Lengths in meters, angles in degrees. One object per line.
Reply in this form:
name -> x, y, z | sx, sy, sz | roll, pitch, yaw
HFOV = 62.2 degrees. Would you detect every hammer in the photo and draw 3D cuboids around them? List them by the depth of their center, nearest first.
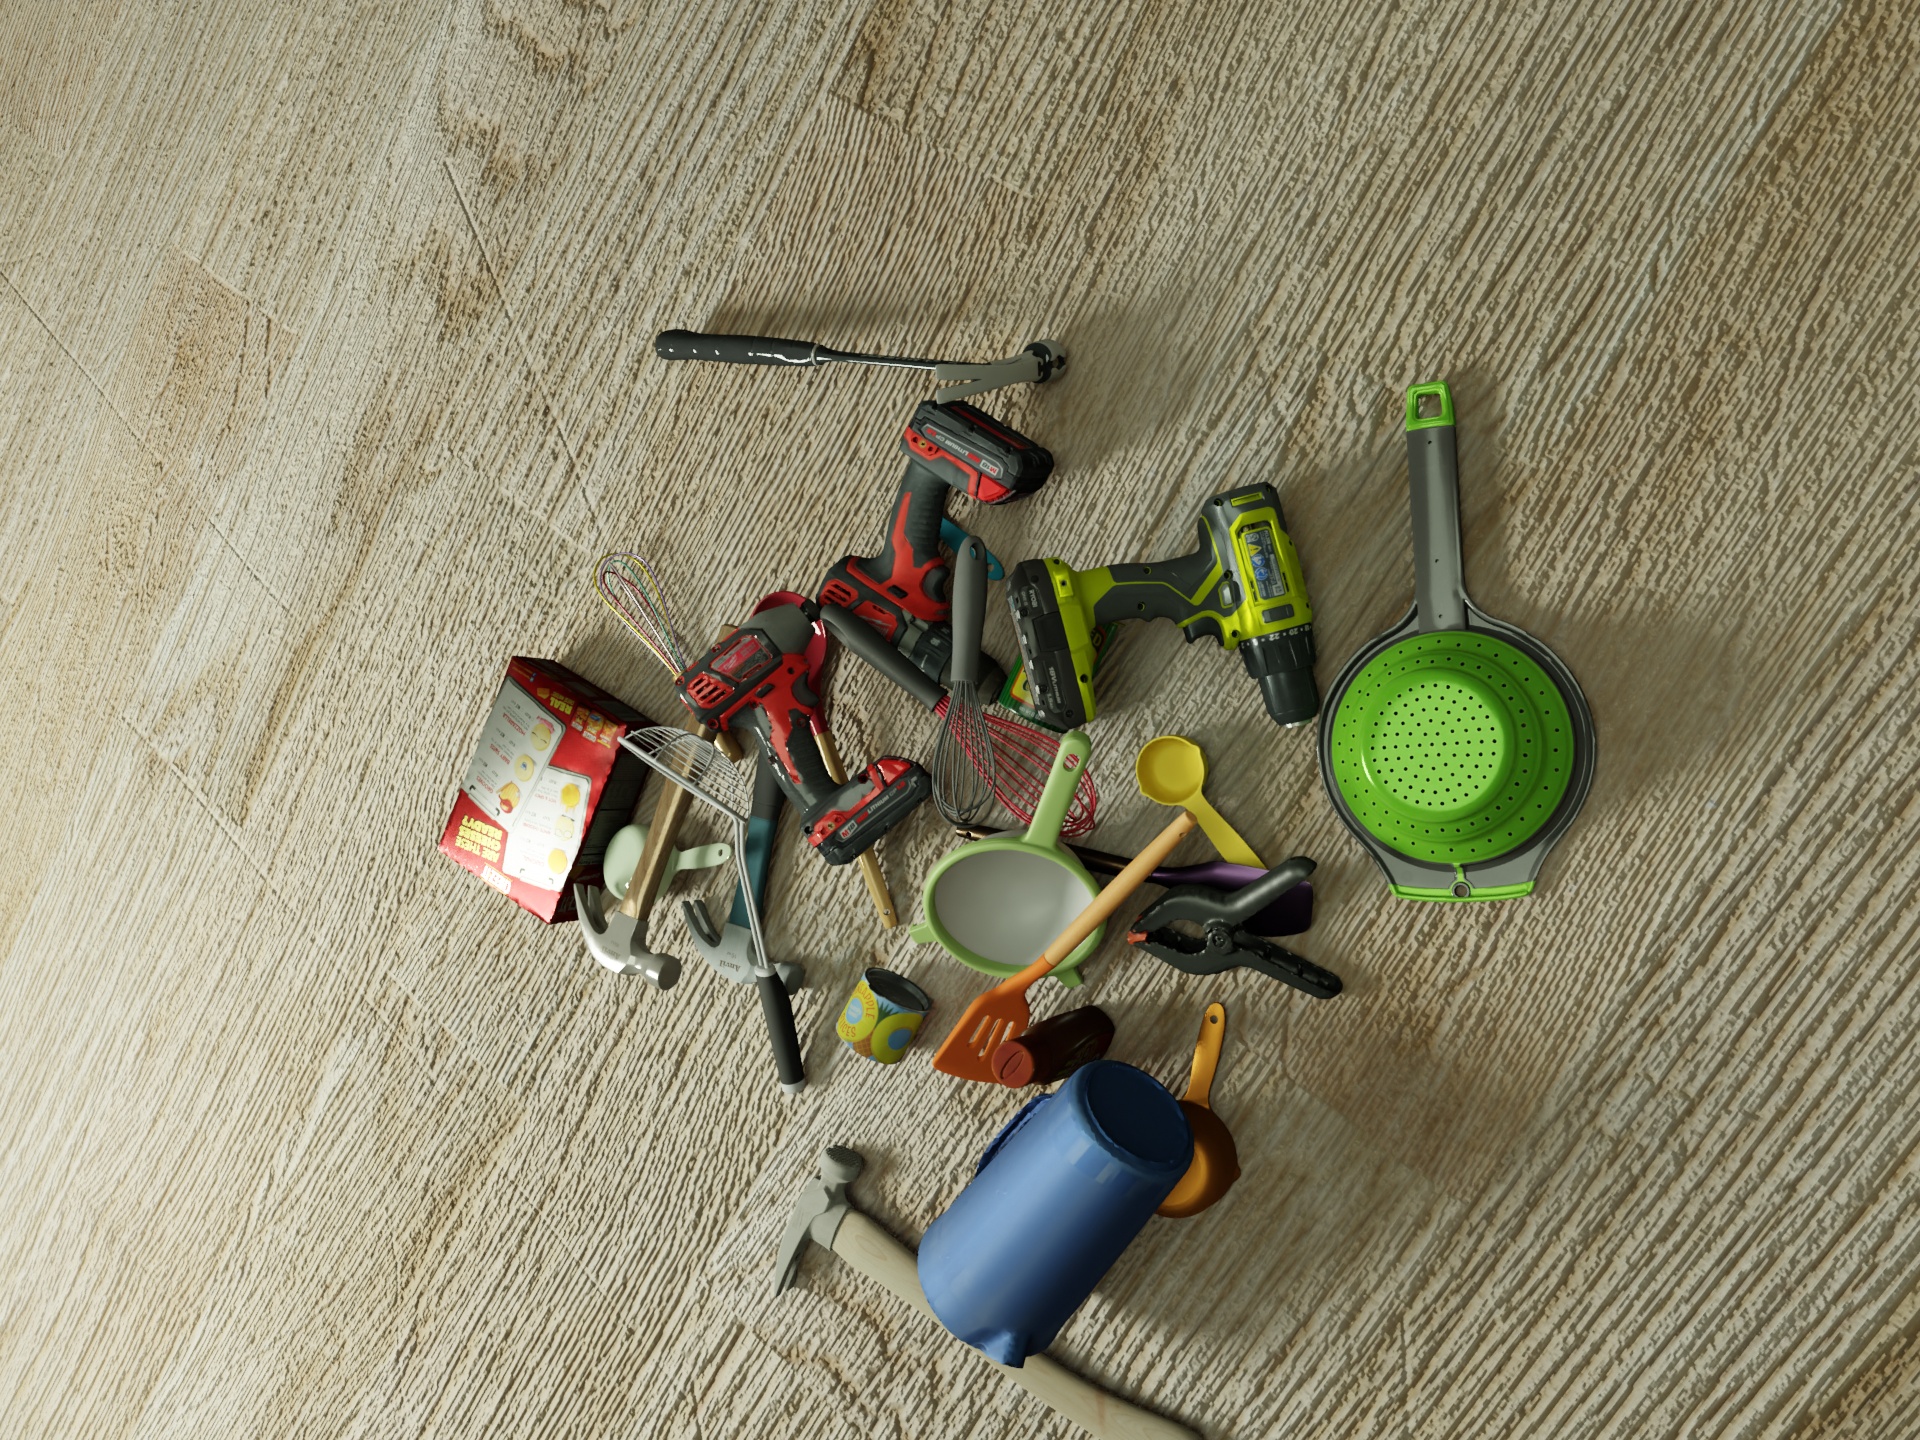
hammer -> 0.021, 0.528, 1.342 | 0.411, 0.038, 0.146 | 27, 101, 24
hammer -> -0.116, -0.322, 1.414 | 0.409, 0.149, 0.036 | 13, 115, 33
hammer -> -0.261, 0.069, 1.453 | 0.130, 0.031, 0.331 | 16, 83, 31
hammer -> -0.176, 0.077, 1.463 | 0.128, 0.033, 0.331 | 12, 93, 25

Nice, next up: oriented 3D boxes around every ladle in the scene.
ladle -> -0.114, 0.036, 1.418 | 0.069, 0.031, 0.315 | -20, 88, -1

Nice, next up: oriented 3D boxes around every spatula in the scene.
spatula -> 0.089, 0.184, 1.272 | 0.322, 0.081, 0.041 | -51, 34, 32
spatula -> 0.136, 0.124, 1.314 | 0.316, 0.018, 0.059 | 12, 113, 27

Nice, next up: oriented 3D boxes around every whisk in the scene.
whisk -> 0.007, -0.033, 1.283 | 0.055, 0.055, 0.239 | -1, 82, 26
whisk -> -0.002, -0.004, 1.335 | 0.296, 0.073, 0.073 | 39, 104, 7
whisk -> -0.279, -0.060, 1.515 | 0.051, 0.047, 0.245 | -42, 74, 34

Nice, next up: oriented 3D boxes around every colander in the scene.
colander -> 0.352, -0.062, 1.176 | 0.204, 0.094, 0.397 | -4, 86, 26

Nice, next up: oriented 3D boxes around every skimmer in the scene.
skimmer -> -0.209, 0.172, 1.380 | 0.127, 0.090, 0.363 | 18, 123, 58

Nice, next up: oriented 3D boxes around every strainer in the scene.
strainer -> 0.061, 0.098, 1.284 | 0.151, 0.069, 0.256 | 17, 125, -2

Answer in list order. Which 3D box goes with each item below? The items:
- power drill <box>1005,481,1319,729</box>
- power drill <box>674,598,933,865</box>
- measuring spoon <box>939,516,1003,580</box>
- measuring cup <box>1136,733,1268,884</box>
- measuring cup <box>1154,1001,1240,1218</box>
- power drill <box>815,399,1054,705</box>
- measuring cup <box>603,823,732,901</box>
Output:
power drill -> 0.163, -0.068, 1.244 | 0.228, 0.080, 0.190 | -15, 90, -2
power drill -> -0.127, 0.007, 1.371 | 0.143, 0.078, 0.219 | -40, 88, -5
measuring spoon -> -0.011, -0.165, 1.399 | 0.129, 0.021, 0.042 | 42, 105, 21
measuring cup -> 0.204, 0.077, 1.286 | 0.062, 0.029, 0.156 | -41, 83, 22
measuring cup -> 0.180, 0.311, 1.265 | 0.095, 0.052, 0.173 | 14, 96, 26
power drill -> -0.006, -0.139, 1.356 | 0.188, 0.080, 0.226 | 34, 112, 14
measuring cup -> -0.275, 0.128, 1.477 | 0.167, 0.038, 0.083 | -13, 69, 43
